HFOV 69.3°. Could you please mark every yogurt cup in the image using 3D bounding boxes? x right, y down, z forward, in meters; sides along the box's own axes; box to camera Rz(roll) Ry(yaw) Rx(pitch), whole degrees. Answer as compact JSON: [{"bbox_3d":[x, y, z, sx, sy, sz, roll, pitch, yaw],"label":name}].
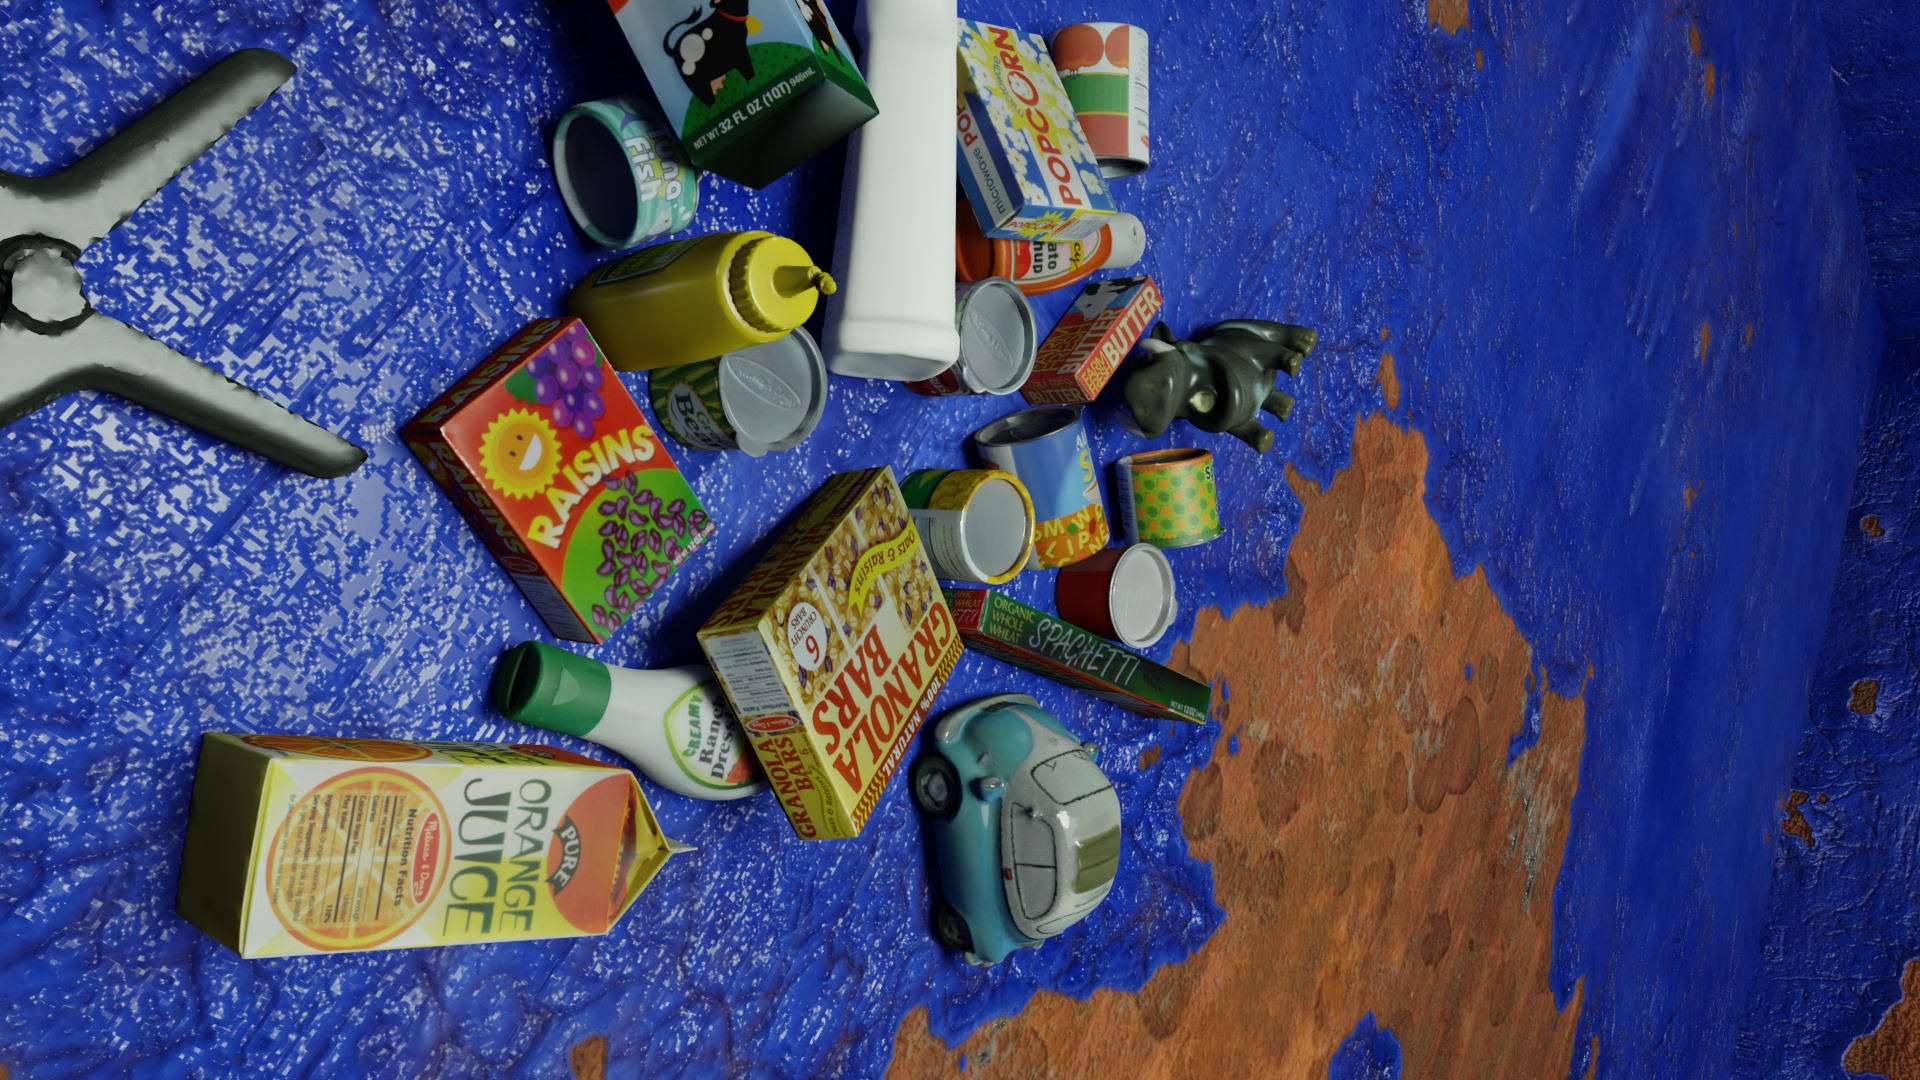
[{"bbox_3d":[0.100,0.035,0.912,0.072,0.054,0.072,-3,94,-46],"label":"yogurt cup"}]

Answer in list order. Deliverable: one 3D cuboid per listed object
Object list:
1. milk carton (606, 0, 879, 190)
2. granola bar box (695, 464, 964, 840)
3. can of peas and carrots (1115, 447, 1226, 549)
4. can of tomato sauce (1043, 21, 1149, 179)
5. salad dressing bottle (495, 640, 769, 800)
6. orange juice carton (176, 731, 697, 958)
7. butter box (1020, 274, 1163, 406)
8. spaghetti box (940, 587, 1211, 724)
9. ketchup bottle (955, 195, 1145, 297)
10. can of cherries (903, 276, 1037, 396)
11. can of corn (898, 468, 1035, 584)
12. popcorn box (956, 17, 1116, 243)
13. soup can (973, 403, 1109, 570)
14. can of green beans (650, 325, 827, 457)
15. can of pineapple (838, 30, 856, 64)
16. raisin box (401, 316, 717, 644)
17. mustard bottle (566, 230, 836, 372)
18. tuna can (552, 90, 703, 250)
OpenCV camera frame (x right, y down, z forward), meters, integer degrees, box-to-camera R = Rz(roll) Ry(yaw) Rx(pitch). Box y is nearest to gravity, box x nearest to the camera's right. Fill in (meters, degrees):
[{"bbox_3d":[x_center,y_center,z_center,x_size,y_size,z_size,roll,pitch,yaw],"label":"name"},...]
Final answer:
[{"bbox_3d":[-0.118,-0.260,0.614,0.190,0.072,0.073,62,16,3],"label":"milk carton"},{"bbox_3d":[-0.060,0.053,0.716,0.123,0.039,0.166,68,28,-22],"label":"granola bar box"},{"bbox_3d":[0.143,-0.029,0.944,0.071,0.071,0.058,-19,105,-45],"label":"can of peas and carrots"},{"bbox_3d":[0.084,-0.275,0.875,0.071,0.071,0.083,-4,94,-46],"label":"can of tomato sauce"},{"bbox_3d":[-0.147,0.084,0.660,0.147,0.044,0.064,26,70,-44],"label":"salad dressing bottle"},{"bbox_3d":[-0.207,0.123,0.578,0.193,0.072,0.073,12,84,-46],"label":"orange juice carton"},{"bbox_3d":[0.083,-0.128,0.888,0.104,0.053,0.024,-54,126,-30],"label":"butter box"},{"bbox_3d":[0.075,0.077,0.890,0.250,0.050,0.029,25,72,-44],"label":"spaghetti box"},{"bbox_3d":[0.058,-0.186,0.866,0.149,0.043,0.064,-15,99,-46],"label":"ketchup bottle"},{"bbox_3d":[0.000,-0.114,0.797,0.071,0.058,0.071,-4,96,-47],"label":"can of cherries"},{"bbox_3d":[0.003,-0.010,0.804,0.071,0.058,0.071,-3,95,-46],"label":"can of corn"},{"bbox_3d":[0.031,-0.236,0.804,0.085,0.038,0.127,-10,74,-45],"label":"popcorn box"},{"bbox_3d":[0.053,-0.034,0.849,0.072,0.071,0.083,-33,116,-41],"label":"soup can"},{"bbox_3d":[-0.109,-0.077,0.683,0.071,0.058,0.071,-3,94,-47],"label":"can of green beans"},{"bbox_3d":[-0.094,-0.228,0.693,0.071,0.058,0.071,-3,94,-47],"label":"can of pineapple"},{"bbox_3d":[-0.177,-0.027,0.628,0.086,0.040,0.123,-50,126,-32],"label":"raisin box"},{"bbox_3d":[-0.108,-0.108,0.609,0.065,0.160,0.048,-45,122,-37],"label":"mustard bottle"},{"bbox_3d":[-0.150,-0.166,0.627,0.033,0.071,0.071,-31,114,-40],"label":"tuna can"}]
